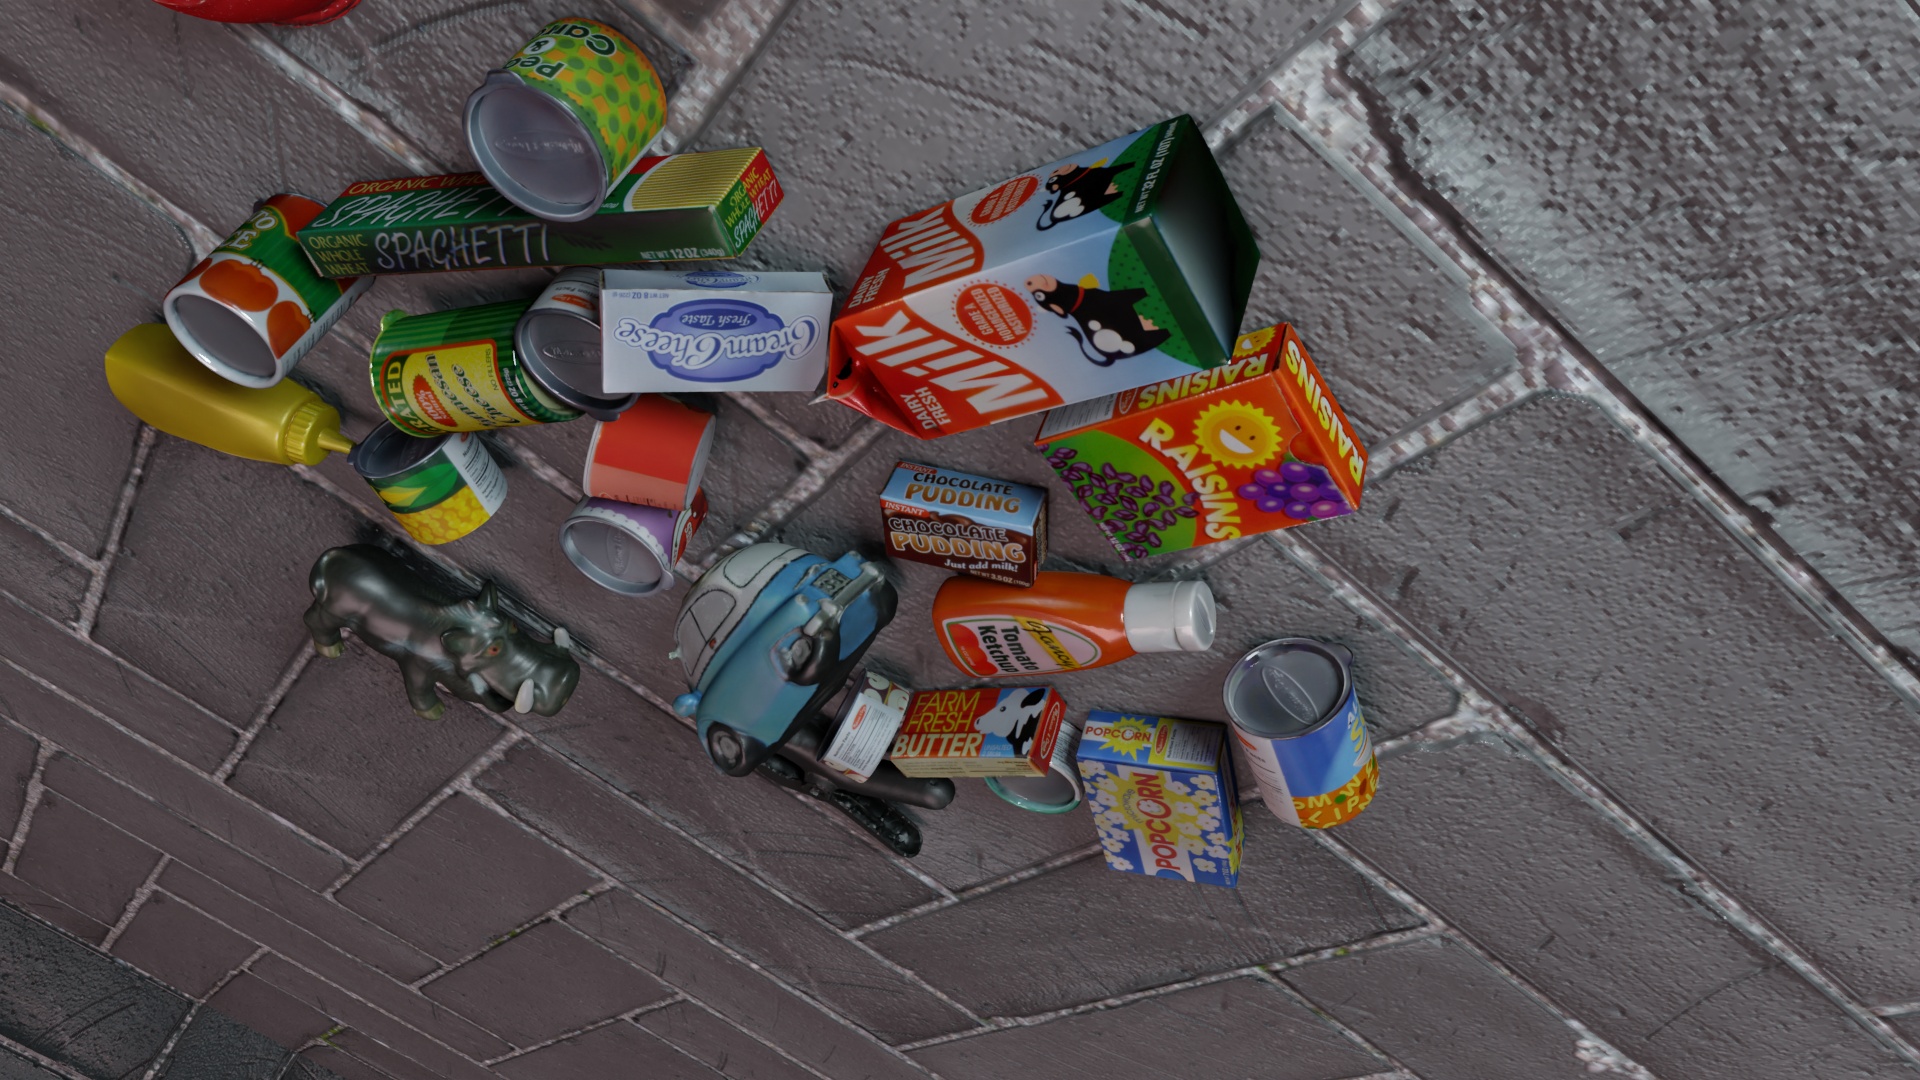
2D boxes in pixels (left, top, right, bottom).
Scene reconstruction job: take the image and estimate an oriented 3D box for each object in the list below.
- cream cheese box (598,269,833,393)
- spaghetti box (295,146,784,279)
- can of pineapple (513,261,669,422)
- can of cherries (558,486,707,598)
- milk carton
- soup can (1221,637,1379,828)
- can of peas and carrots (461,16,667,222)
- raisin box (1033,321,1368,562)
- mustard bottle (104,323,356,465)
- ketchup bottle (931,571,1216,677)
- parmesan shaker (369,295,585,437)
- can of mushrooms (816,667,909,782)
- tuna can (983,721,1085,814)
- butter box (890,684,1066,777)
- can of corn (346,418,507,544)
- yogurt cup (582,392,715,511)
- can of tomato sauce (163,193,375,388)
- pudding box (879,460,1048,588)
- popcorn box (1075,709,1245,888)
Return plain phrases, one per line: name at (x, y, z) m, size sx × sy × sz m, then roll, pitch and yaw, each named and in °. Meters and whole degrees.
cream cheese box at (-0.113, -0.096, 0.640) m, size 0.104 × 0.024 × 0.053 m, roll -3°, pitch 124°, yaw -18°
spaghetti box at (-0.203, -0.151, 0.650) m, size 0.250 × 0.050 × 0.028 m, roll 3°, pitch 135°, yaw 24°
can of pineapple at (-0.175, -0.104, 0.683) m, size 0.071 × 0.058 × 0.070 m, roll 14°, pitch 140°, yaw 12°
can of cherries at (-0.184, -0.009, 0.797) m, size 0.071 × 0.059 × 0.071 m, roll 13°, pitch 139°, yaw 12°
milk carton at (0.019, -0.100, 0.580) m, size 0.190 × 0.073 × 0.073 m, roll -11°, pitch 131°, yaw 35°
soup can at (0.184, 0.102, 0.736) m, size 0.071 × 0.072 × 0.083 m, roll -3°, pitch 135°, yaw 29°
can of peas and carrots at (-0.168, -0.181, 0.590) m, size 0.071 × 0.059 × 0.070 m, roll 14°, pitch 139°, yaw 12°
raisin box at (0.109, -0.041, 0.630) m, size 0.123 × 0.040 × 0.086 m, roll -14°, pitch 127°, yaw 36°
mustard bottle at (-0.434, -0.080, 0.846) m, size 0.160 × 0.049 × 0.065 m, roll 21°, pitch 142°, yaw 2°
ketchup bottle at (0.061, 0.043, 0.747) m, size 0.148 × 0.044 × 0.064 m, roll -5°, pitch 133°, yaw 30°
parmesan shaker at (-0.248, -0.093, 0.726) m, size 0.103 × 0.072 × 0.071 m, roll -3°, pitch 134°, yaw 28°
can of mushrooms at (-0.061, 0.116, 0.875) m, size 0.033 × 0.071 × 0.070 m, roll 27°, pitch 141°, yaw -6°
tuna can at (0.047, 0.141, 0.874) m, size 0.071 × 0.033 × 0.070 m, roll 13°, pitch 140°, yaw 12°
butter box at (0.010, 0.117, 0.849) m, size 0.103 × 0.053 × 0.024 m, roll -6°, pitch 135°, yaw 33°
can of corn at (-0.313, -0.039, 0.818) m, size 0.071 × 0.071 × 0.058 m, roll 1°, pitch 137°, yaw 25°
yogurt cup at (-0.164, -0.049, 0.738) m, size 0.054 × 0.073 × 0.072 m, roll 17°, pitch 141°, yaw -5°
can of tomato sauce at (-0.360, -0.131, 0.723) m, size 0.071 × 0.083 × 0.070 m, roll 13°, pitch 140°, yaw 12°
pudding box at (0.003, -0.009, 0.726) m, size 0.084 × 0.030 × 0.049 m, roll 13°, pitch 139°, yaw 13°
popcorn box at (0.125, 0.159, 0.852) m, size 0.085 × 0.038 × 0.126 m, roll 3°, pitch 137°, yaw 22°
